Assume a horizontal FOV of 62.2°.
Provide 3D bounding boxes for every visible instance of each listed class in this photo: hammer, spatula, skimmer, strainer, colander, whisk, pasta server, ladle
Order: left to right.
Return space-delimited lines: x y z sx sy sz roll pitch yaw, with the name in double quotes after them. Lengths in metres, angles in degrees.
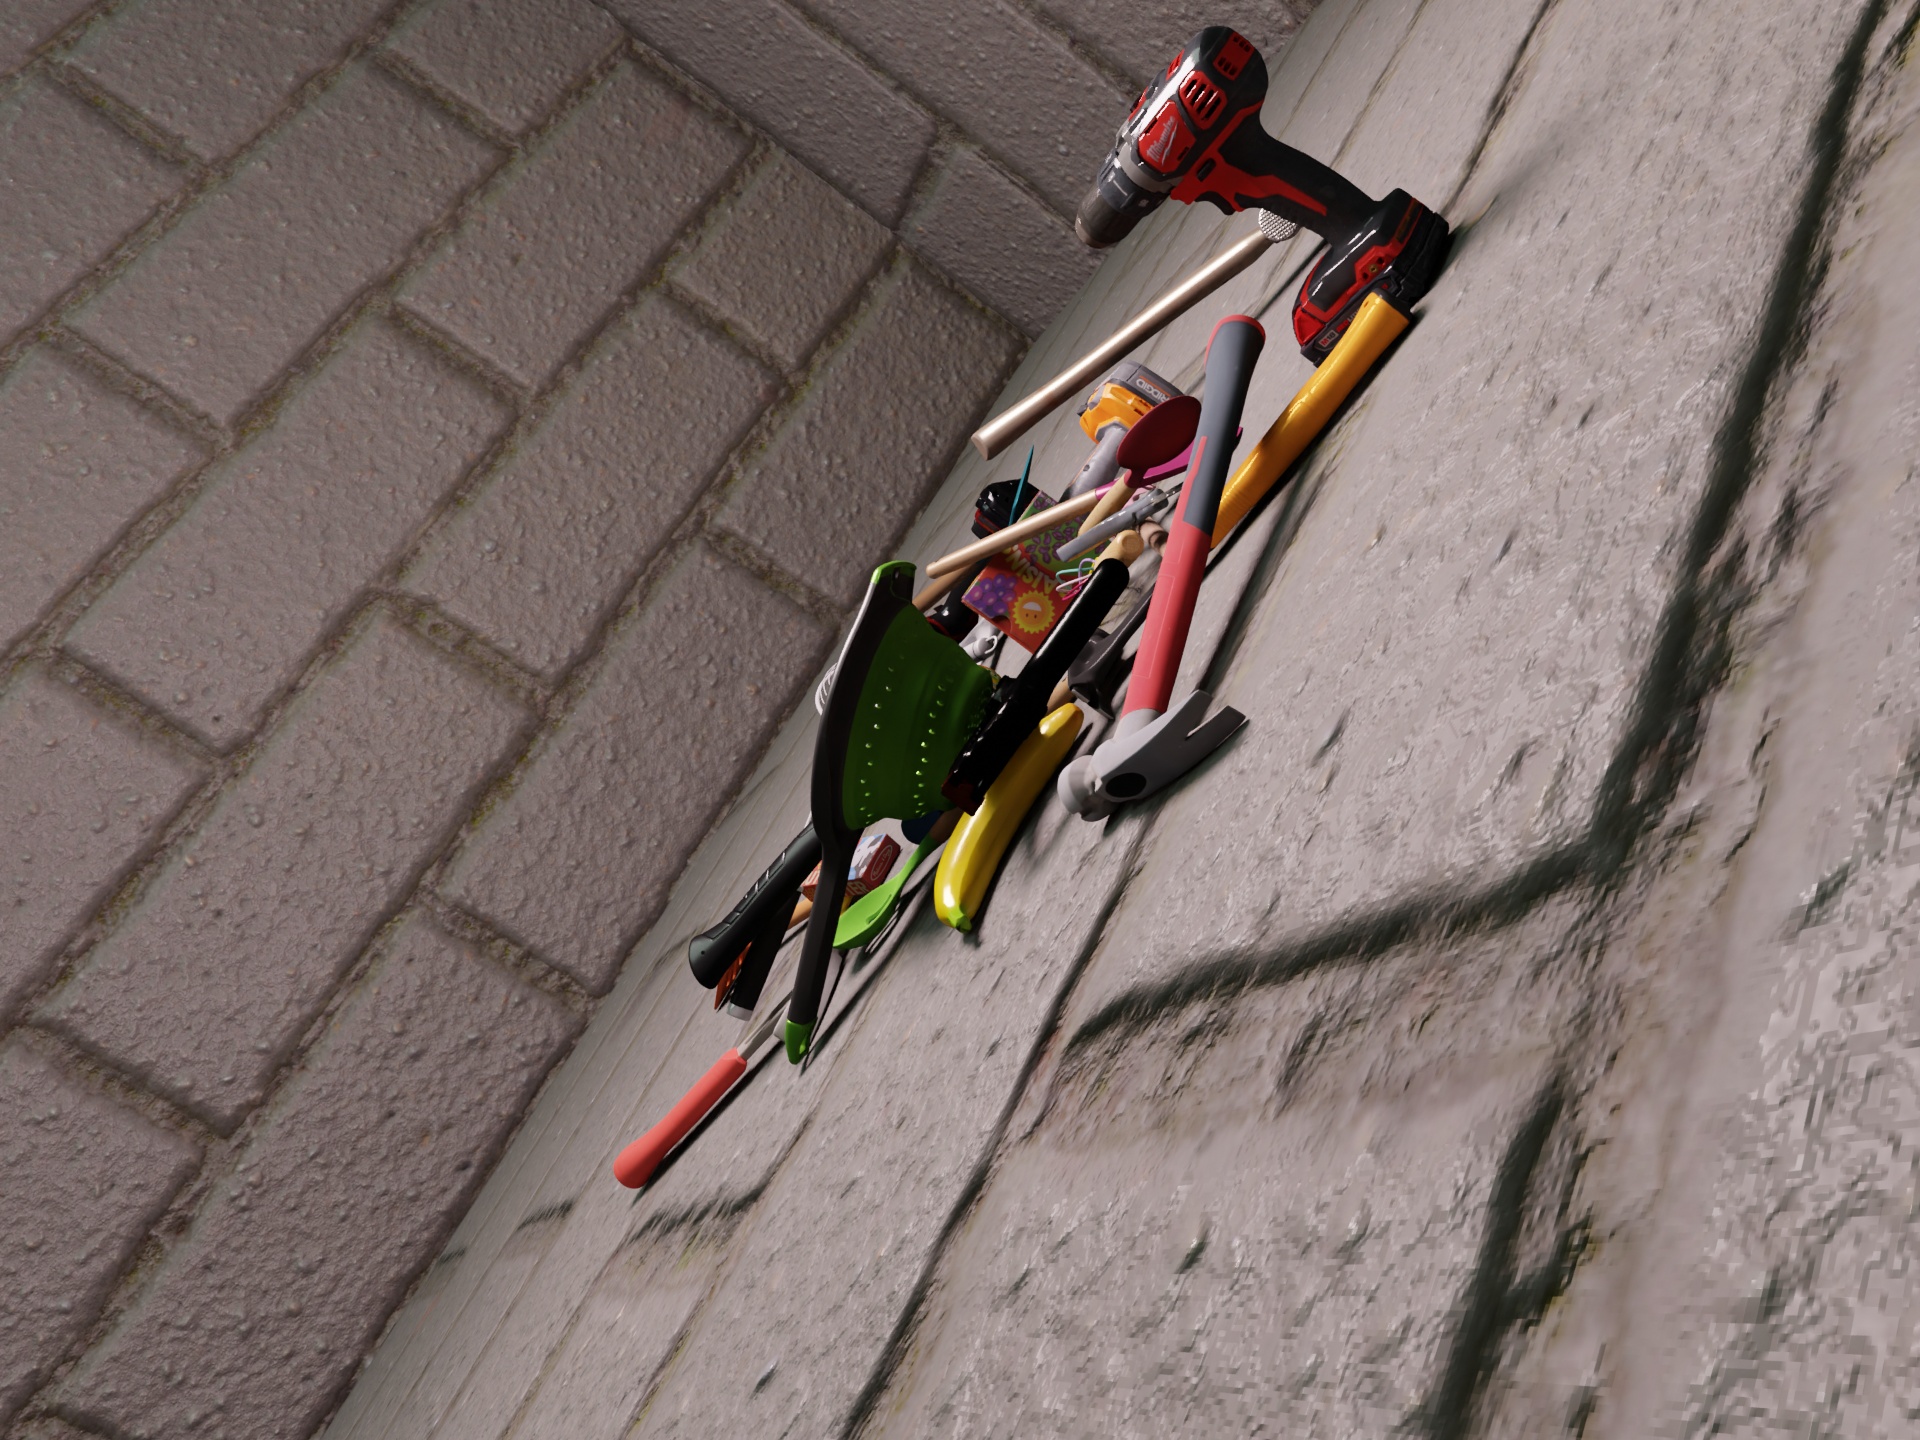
-0.215 0.323 1.406 0.359 0.036 0.149 -48 11 32 "hammer"
-0.196 0.230 1.684 0.322 0.041 0.081 -36 20 51 "spatula"
-0.110 0.096 1.325 0.335 0.146 0.035 -49 -33 8 "hammer"
-0.114 0.094 1.409 0.090 0.127 0.363 38 -109 -63 "skimmer"
-0.051 0.083 1.201 0.204 0.094 0.397 -28 -48 -76 "colander"
-0.026 -0.040 1.517 0.258 0.050 0.087 -25 50 60 "strainer"
-0.006 -0.158 1.594 0.317 0.044 0.082 -37 30 48 "spatula"
-0.002 -0.005 1.503 0.144 0.035 0.406 -49 11 29 "hammer"
0.109 -0.117 1.220 0.047 0.051 0.245 -47 0 -6 "whisk"
0.126 -0.180 1.238 0.069 0.031 0.315 -25 -5 -11 "ladle"
0.175 -0.381 1.560 0.410 0.038 0.146 -32 4 31 "hammer"
0.154 -0.161 1.319 0.060 0.040 0.316 -53 13 11 "pasta server"
0.152 -0.123 0.983 0.143 0.038 0.387 -40 26 53 "hammer"
0.184 -0.147 1.077 0.337 0.034 0.127 -52 9 18 "hammer"

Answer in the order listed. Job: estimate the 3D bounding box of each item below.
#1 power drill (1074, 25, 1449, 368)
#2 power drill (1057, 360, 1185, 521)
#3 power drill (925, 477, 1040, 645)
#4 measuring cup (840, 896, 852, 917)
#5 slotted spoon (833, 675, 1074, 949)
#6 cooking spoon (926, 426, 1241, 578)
0.200 -0.347 1.109 0.188 0.226 0.080 -41 16 55 "power drill"
0.119 -0.224 1.549 0.226 0.084 0.164 -60 8 -9 "power drill"
0.024 -0.149 1.722 0.219 0.078 0.143 -56 -13 23 "power drill"
-0.121 0.174 1.475 0.062 0.029 0.157 -51 8 20 "measuring cup"
-0.003 0.075 1.254 0.313 0.031 0.070 -49 11 20 "slotted spoon"
0.098 -0.181 1.357 0.319 0.017 0.069 -20 20 32 "cooking spoon"
